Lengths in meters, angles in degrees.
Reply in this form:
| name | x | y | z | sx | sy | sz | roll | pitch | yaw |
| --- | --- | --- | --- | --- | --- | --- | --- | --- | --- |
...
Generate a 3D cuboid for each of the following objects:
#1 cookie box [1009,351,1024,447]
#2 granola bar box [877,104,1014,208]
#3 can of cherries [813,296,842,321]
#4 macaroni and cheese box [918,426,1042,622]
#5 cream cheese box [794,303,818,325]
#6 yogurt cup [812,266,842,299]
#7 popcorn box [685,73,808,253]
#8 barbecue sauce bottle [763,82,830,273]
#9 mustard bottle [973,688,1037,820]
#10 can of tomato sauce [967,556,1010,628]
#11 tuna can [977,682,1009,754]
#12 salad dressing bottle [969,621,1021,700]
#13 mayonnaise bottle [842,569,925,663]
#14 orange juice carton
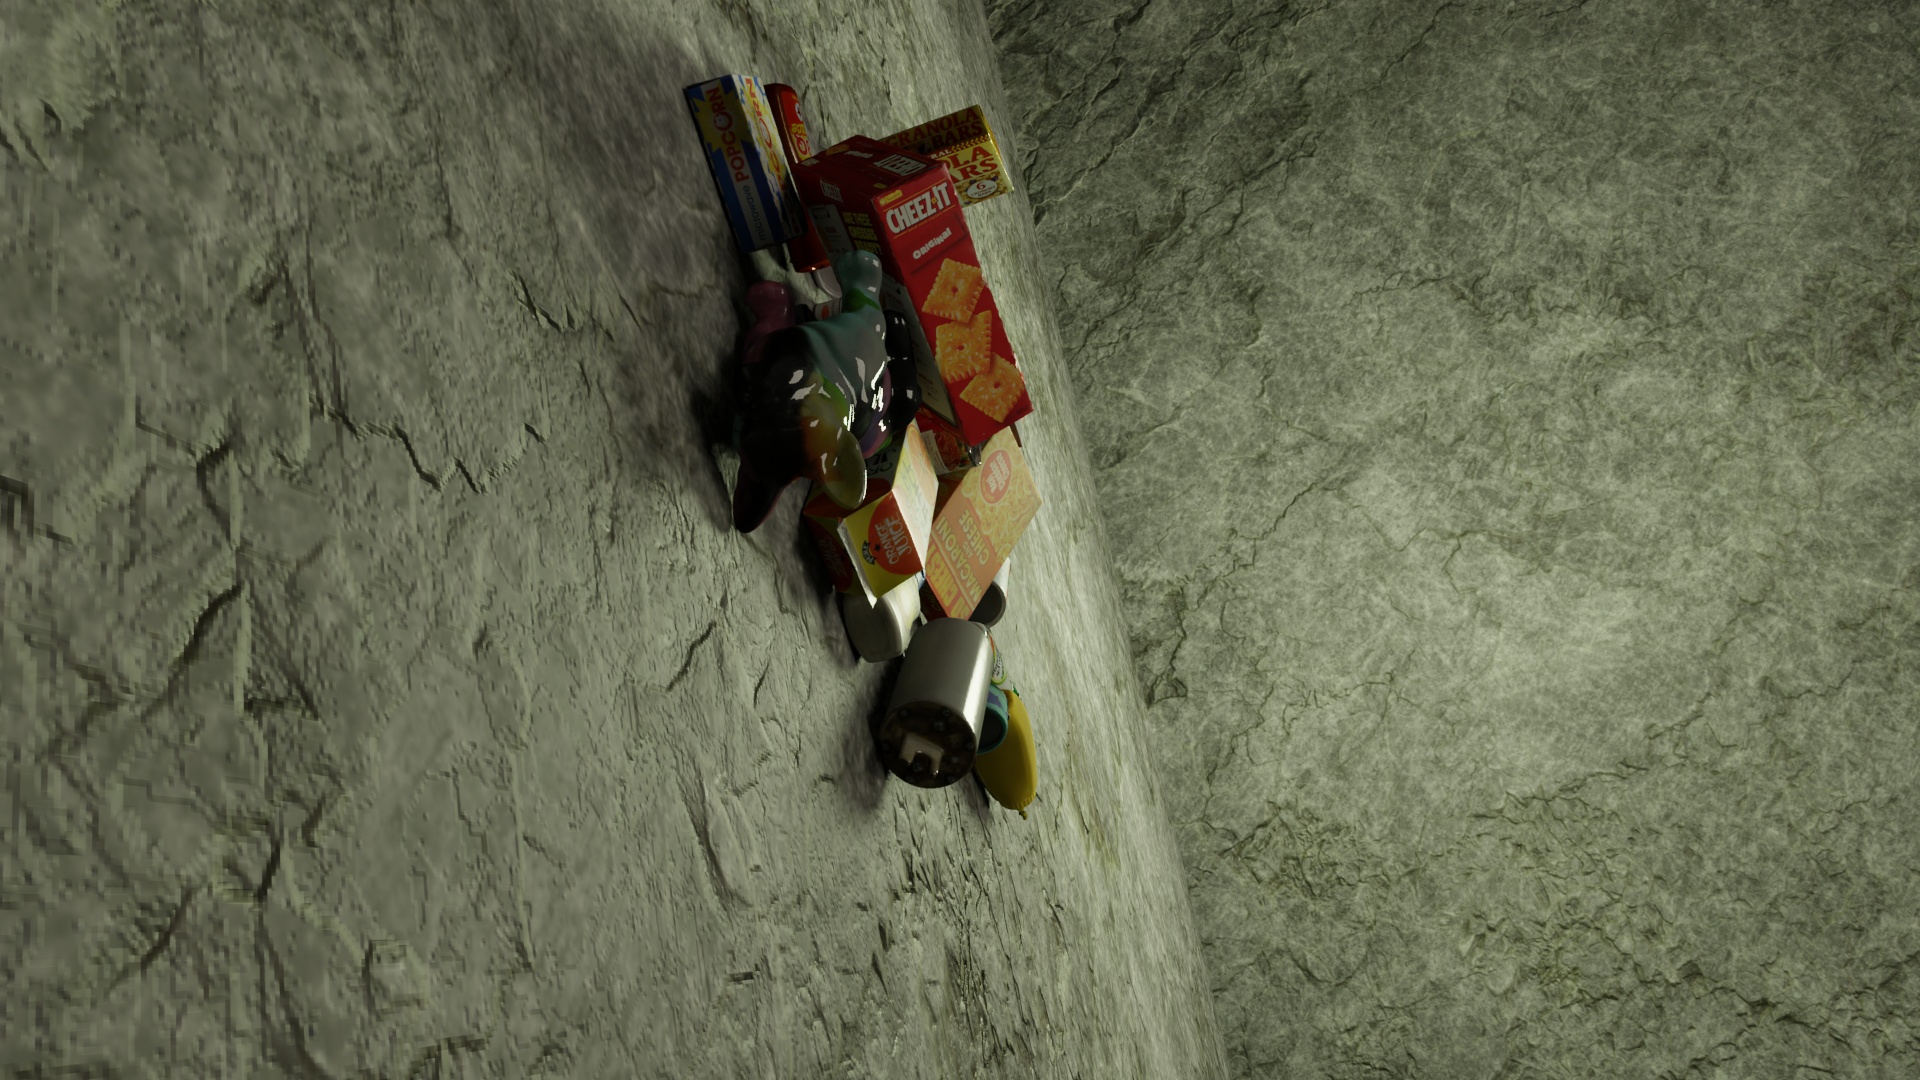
| name | x | y | z | sx | sy | sz | roll | pitch | yaw |
| --- | --- | --- | --- | --- | --- | --- | --- | --- | --- |
| cookie box | 0.002 | -0.131 | 1.421 | 0.168 | 0.123 | 0.040 | -85 | 158 | -61 |
| granola bar box | -0.039 | -0.378 | 1.432 | 0.124 | 0.165 | 0.039 | 43 | 32 | -70 |
| can of cherries | -0.088 | -0.182 | 1.214 | 0.071 | 0.058 | 0.071 | -17 | 92 | -79 |
| macaroni and cheese box | 0.005 | -0.016 | 1.282 | 0.167 | 0.040 | 0.123 | -56 | 141 | -26 |
| cream cheese box | -0.114 | -0.140 | 1.121 | 0.103 | 0.024 | 0.053 | 55 | 22 | -60 |
| yogurt cup | -0.100 | -0.255 | 1.243 | 0.054 | 0.072 | 0.072 | -104 | 173 | -49 |
| popcorn box | -0.159 | -0.285 | 1.052 | 0.085 | 0.038 | 0.126 | -67 | 141 | -72 |
| barbecue sauce bottle | -0.140 | -0.298 | 1.151 | 0.065 | 0.043 | 0.148 | -29 | 104 | -79 |
| mustard bottle | 0.043 | 0.214 | 1.345 | 0.049 | 0.065 | 0.159 | -81 | 160 | -52 |
| can of tomato sauce | 0.016 | 0.046 | 1.414 | 0.083 | 0.071 | 0.071 | -81 | 154 | -64 |
| tuna can | 0.011 | 0.158 | 1.233 | 0.033 | 0.071 | 0.070 | -87 | 160 | -52 |
| salad dressing bottle | 0.025 | 0.134 | 1.396 | 0.147 | 0.044 | 0.064 | 60 | 23 | -53 |
| mayonnaise bottle | -0.057 | 0.046 | 1.114 | 0.148 | 0.041 | 0.064 | -62 | 135 | -73 |
| orange juice carton | -0.068 | -0.024 | 1.070 | 0.193 | 0.073 | 0.071 | -82 | 155 | -62 |
